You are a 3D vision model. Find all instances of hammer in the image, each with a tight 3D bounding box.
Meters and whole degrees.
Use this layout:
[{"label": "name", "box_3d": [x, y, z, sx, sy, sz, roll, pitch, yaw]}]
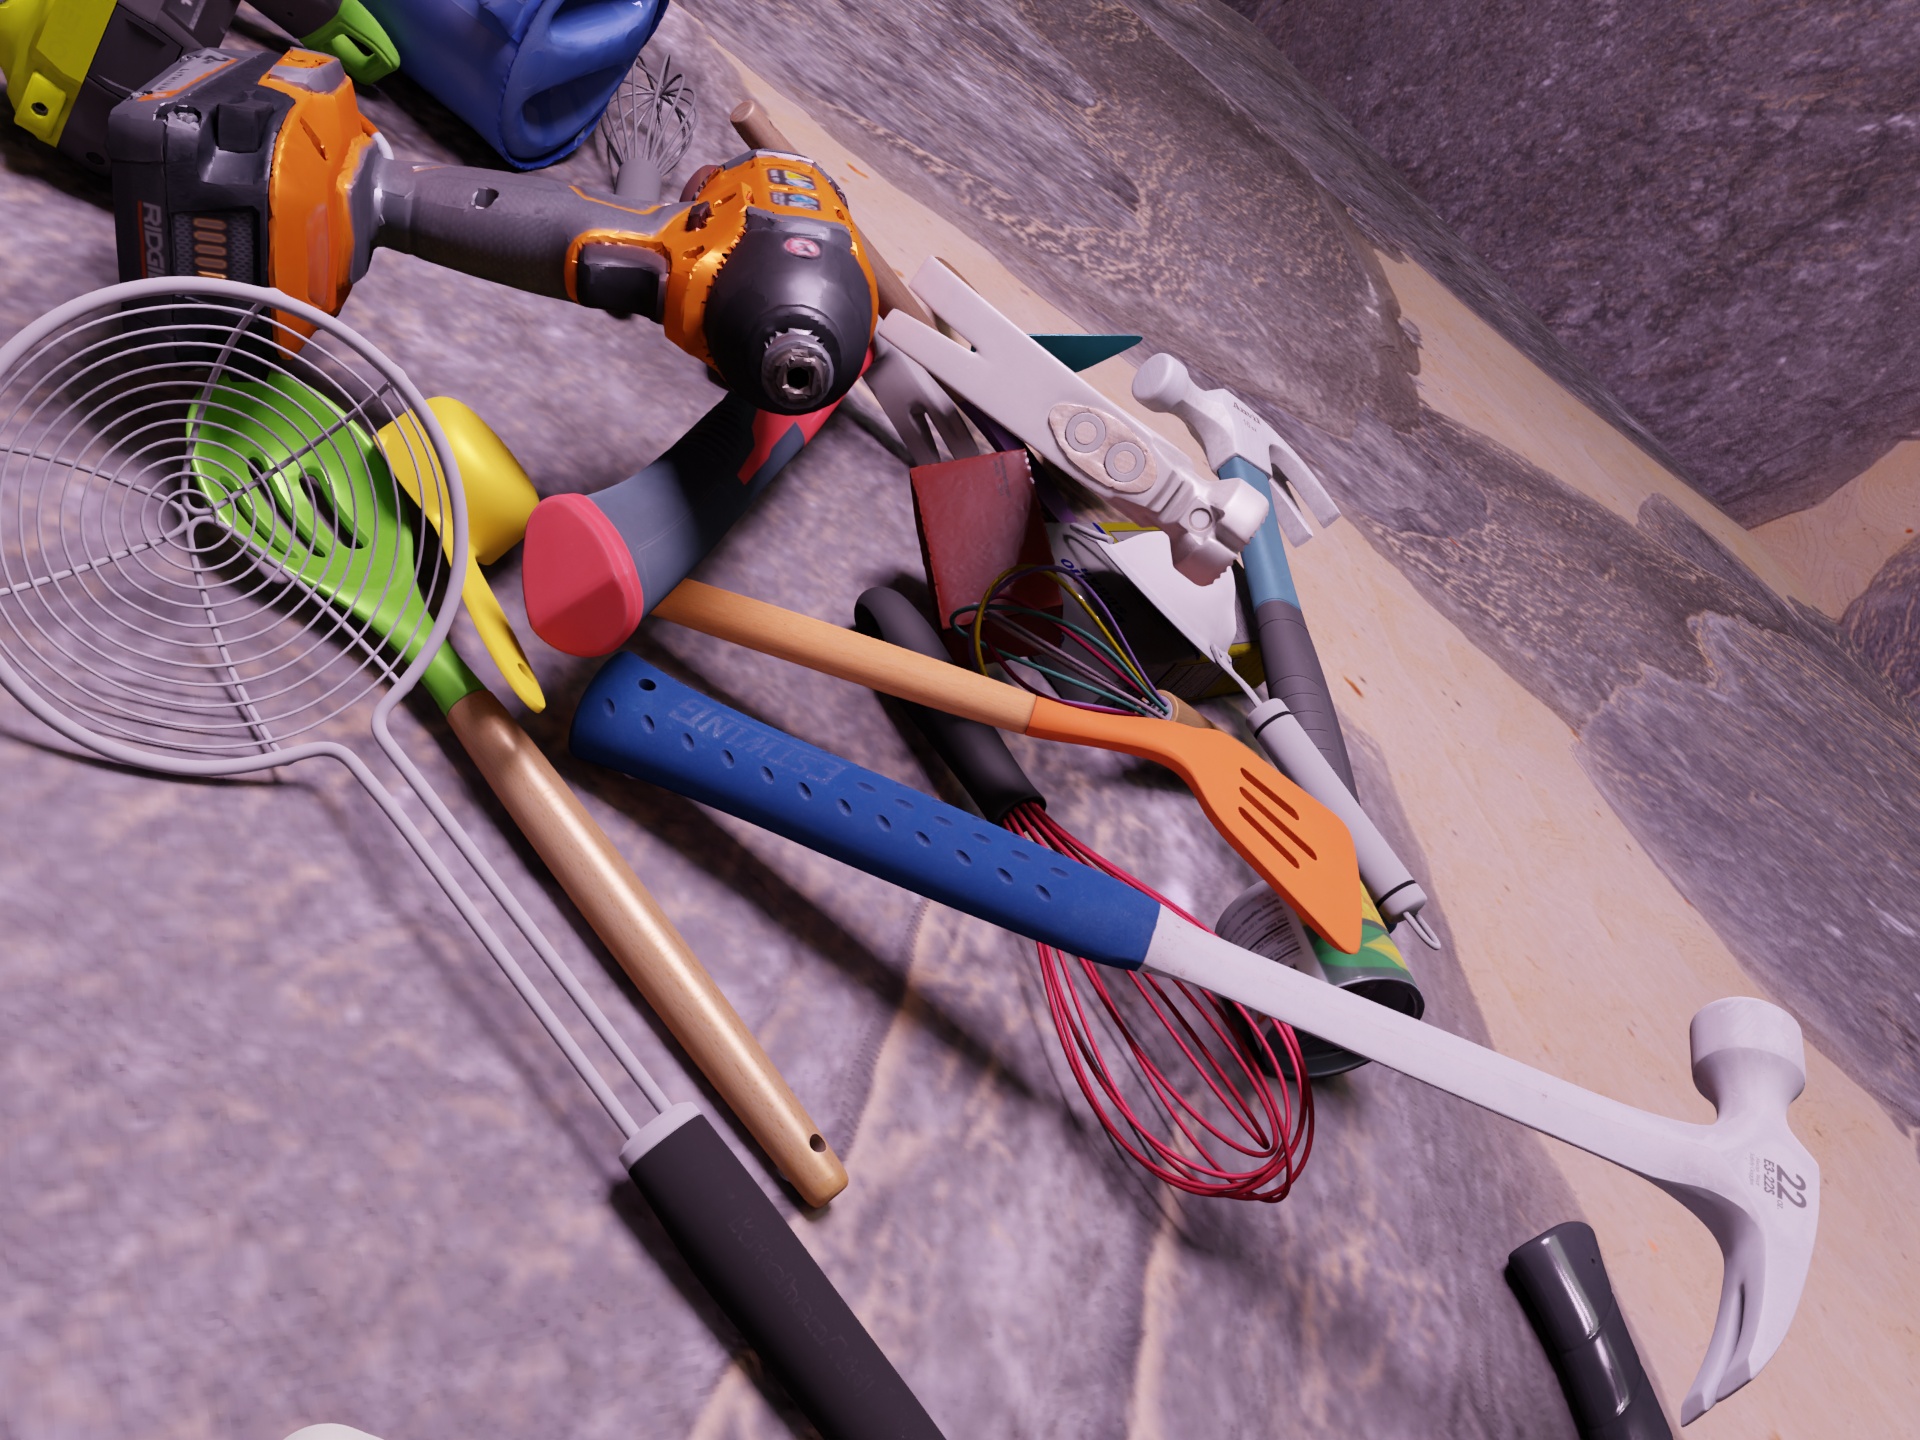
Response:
[{"label": "hammer", "box_3d": [-0.069, -0.104, 0.628, 0.143, 0.038, 0.386, 56, 22, -18]}, {"label": "hammer", "box_3d": [0.048, -0.136, 0.731, 0.146, 0.038, 0.411, 36, 10, -4]}, {"label": "hammer", "box_3d": [0.067, 0.075, 0.493, 0.405, 0.035, 0.144, 22, 44, 5]}, {"label": "hammer", "box_3d": [0.253, 0.334, 0.479, 0.149, 0.036, 0.409, 27, 32, -24]}, {"label": "hammer", "box_3d": [0.160, -0.042, 0.791, 0.128, 0.033, 0.331, 24, 44, -33]}]

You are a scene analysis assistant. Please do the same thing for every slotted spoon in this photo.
[{"label": "slotted spoon", "box_3d": [-0.134, 0.015, 0.475, 0.314, 0.031, 0.070, 50, 31, 12]}]

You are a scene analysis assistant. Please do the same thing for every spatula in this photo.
[{"label": "spatula", "box_3d": [-0.012, -0.176, 0.765, 0.315, 0.018, 0.060, 43, 20, -47]}, {"label": "spatula", "box_3d": [-0.001, -0.002, 0.571, 0.322, 0.041, 0.081, 18, 33, 0]}, {"label": "spatula", "box_3d": [0.016, -0.231, 0.885, 0.082, 0.044, 0.318, -3, 28, -11]}]

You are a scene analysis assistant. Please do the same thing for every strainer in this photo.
[{"label": "strainer", "box_3d": [0.132, -0.008, 0.696, 0.259, 0.050, 0.086, 58, 18, 25]}]

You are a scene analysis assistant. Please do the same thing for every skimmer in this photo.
[{"label": "skimmer", "box_3d": [-0.110, 0.050, 0.393, 0.127, 0.090, 0.363, -35, 78, -25]}]

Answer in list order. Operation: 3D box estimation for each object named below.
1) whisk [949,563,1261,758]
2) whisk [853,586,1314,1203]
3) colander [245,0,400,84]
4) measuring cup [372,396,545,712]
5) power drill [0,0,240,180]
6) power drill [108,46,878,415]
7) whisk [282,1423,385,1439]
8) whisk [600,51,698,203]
[{"label": "whisk", "box_3d": [0.071, -0.006, 0.680, 0.244, 0.051, 0.047, 28, 52, -52]}, {"label": "whisk", "box_3d": [0.031, 0.050, 0.586, 0.073, 0.073, 0.296, 5, 40, -45]}, {"label": "colander", "box_3d": [-0.392, -0.344, 0.590, 0.396, 0.204, 0.094, 32, 62, -45]}, {"label": "measuring cup", "box_3d": [-0.146, -0.055, 0.505, 0.062, 0.029, 0.157, 51, 1, -46]}, {"label": "power drill", "box_3d": [-0.343, -0.287, 0.500, 0.223, 0.171, 0.080, 23, 34, -33]}, {"label": "power drill", "box_3d": [-0.138, -0.148, 0.509, 0.226, 0.084, 0.164, 4, 31, -14]}, {"label": "whisk", "box_3d": [-0.029, 0.202, 0.330, 0.246, 0.059, 0.058, 29, 59, -12]}, {"label": "whisk", "box_3d": [-0.162, -0.278, 0.812, 0.055, 0.055, 0.239, 24, 37, -26]}]
